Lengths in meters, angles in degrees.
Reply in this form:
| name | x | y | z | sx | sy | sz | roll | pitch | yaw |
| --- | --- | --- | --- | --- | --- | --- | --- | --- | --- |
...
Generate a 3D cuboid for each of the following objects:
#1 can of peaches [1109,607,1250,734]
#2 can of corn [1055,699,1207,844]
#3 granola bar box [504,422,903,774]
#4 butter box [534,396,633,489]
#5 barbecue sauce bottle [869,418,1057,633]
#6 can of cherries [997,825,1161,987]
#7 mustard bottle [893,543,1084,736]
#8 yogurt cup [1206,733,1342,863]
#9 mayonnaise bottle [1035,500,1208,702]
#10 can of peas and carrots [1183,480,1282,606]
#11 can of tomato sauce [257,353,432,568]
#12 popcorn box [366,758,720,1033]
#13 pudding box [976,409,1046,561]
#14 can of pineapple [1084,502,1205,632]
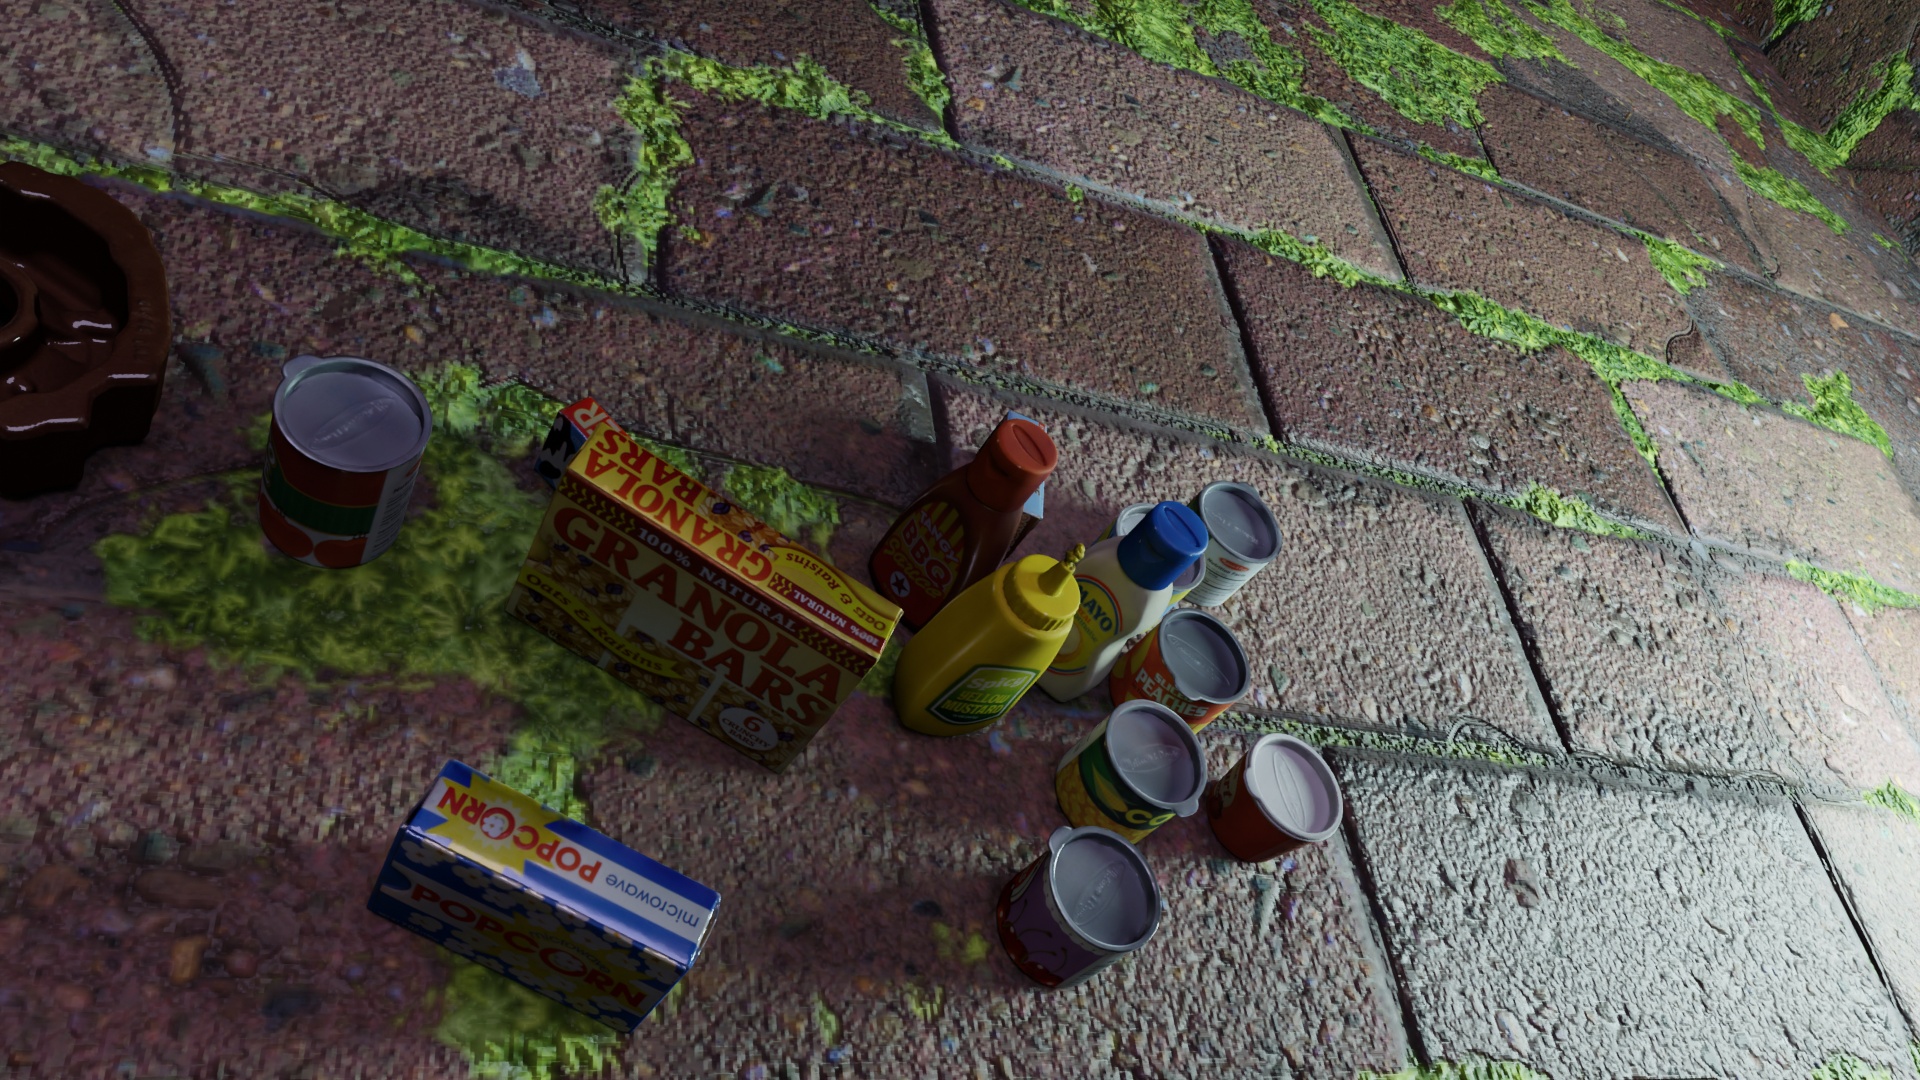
| name | x | y | z | sx | sy | sz | roll | pitch | yaw |
| --- | --- | --- | --- | --- | --- | --- | --- | --- | --- |
| can of peaches | 0.132 | 0.085 | 0.846 | 0.071 | 0.057 | 0.071 | 17 | 49 | -21 |
| can of corn | 0.096 | 0.135 | 0.784 | 0.071 | 0.058 | 0.071 | 17 | 49 | -21 |
| granola bar box | -0.128 | 0.034 | 0.673 | 0.165 | 0.123 | 0.039 | 32 | 45 | -7 |
| butter box | -0.177 | -0.022 | 0.736 | 0.103 | 0.053 | 0.024 | 45 | 45 | 6 |
| barbecue sauce bottle | 0.003 | -0.010 | 0.773 | 0.044 | 0.147 | 0.065 | -22 | 70 | -42 |
| can of cherries | 0.059 | 0.188 | 0.718 | 0.071 | 0.058 | 0.072 | 17 | 49 | -21 |
| mustard bottle | 0.020 | 0.049 | 0.730 | 0.065 | 0.159 | 0.049 | 8 | 53 | -28 |
| yogurt cup | 0.184 | 0.156 | 0.826 | 0.072 | 0.053 | 0.073 | 17 | 49 | -21 |
| mayonnaise bottle | 0.084 | 0.033 | 0.792 | 0.041 | 0.147 | 0.065 | -28 | 74 | -43 |
| can of peas and carrots | 0.173 | 0.001 | 0.937 | 0.071 | 0.058 | 0.071 | 17 | 49 | -21 |
| can of tomato sauce | -0.292 | -0.036 | 0.652 | 0.071 | 0.082 | 0.071 | 17 | 49 | -21 |
| popcorn box | -0.174 | 0.151 | 0.579 | 0.127 | 0.084 | 0.038 | 30 | 45 | -9 |
| pudding box | 0.030 | -0.036 | 0.881 | 0.030 | 0.049 | 0.084 | 21 | 47 | -17 |
| can of pineapple | 0.114 | 0.018 | 0.887 | 0.071 | 0.057 | 0.071 | 17 | 49 | -21 |
